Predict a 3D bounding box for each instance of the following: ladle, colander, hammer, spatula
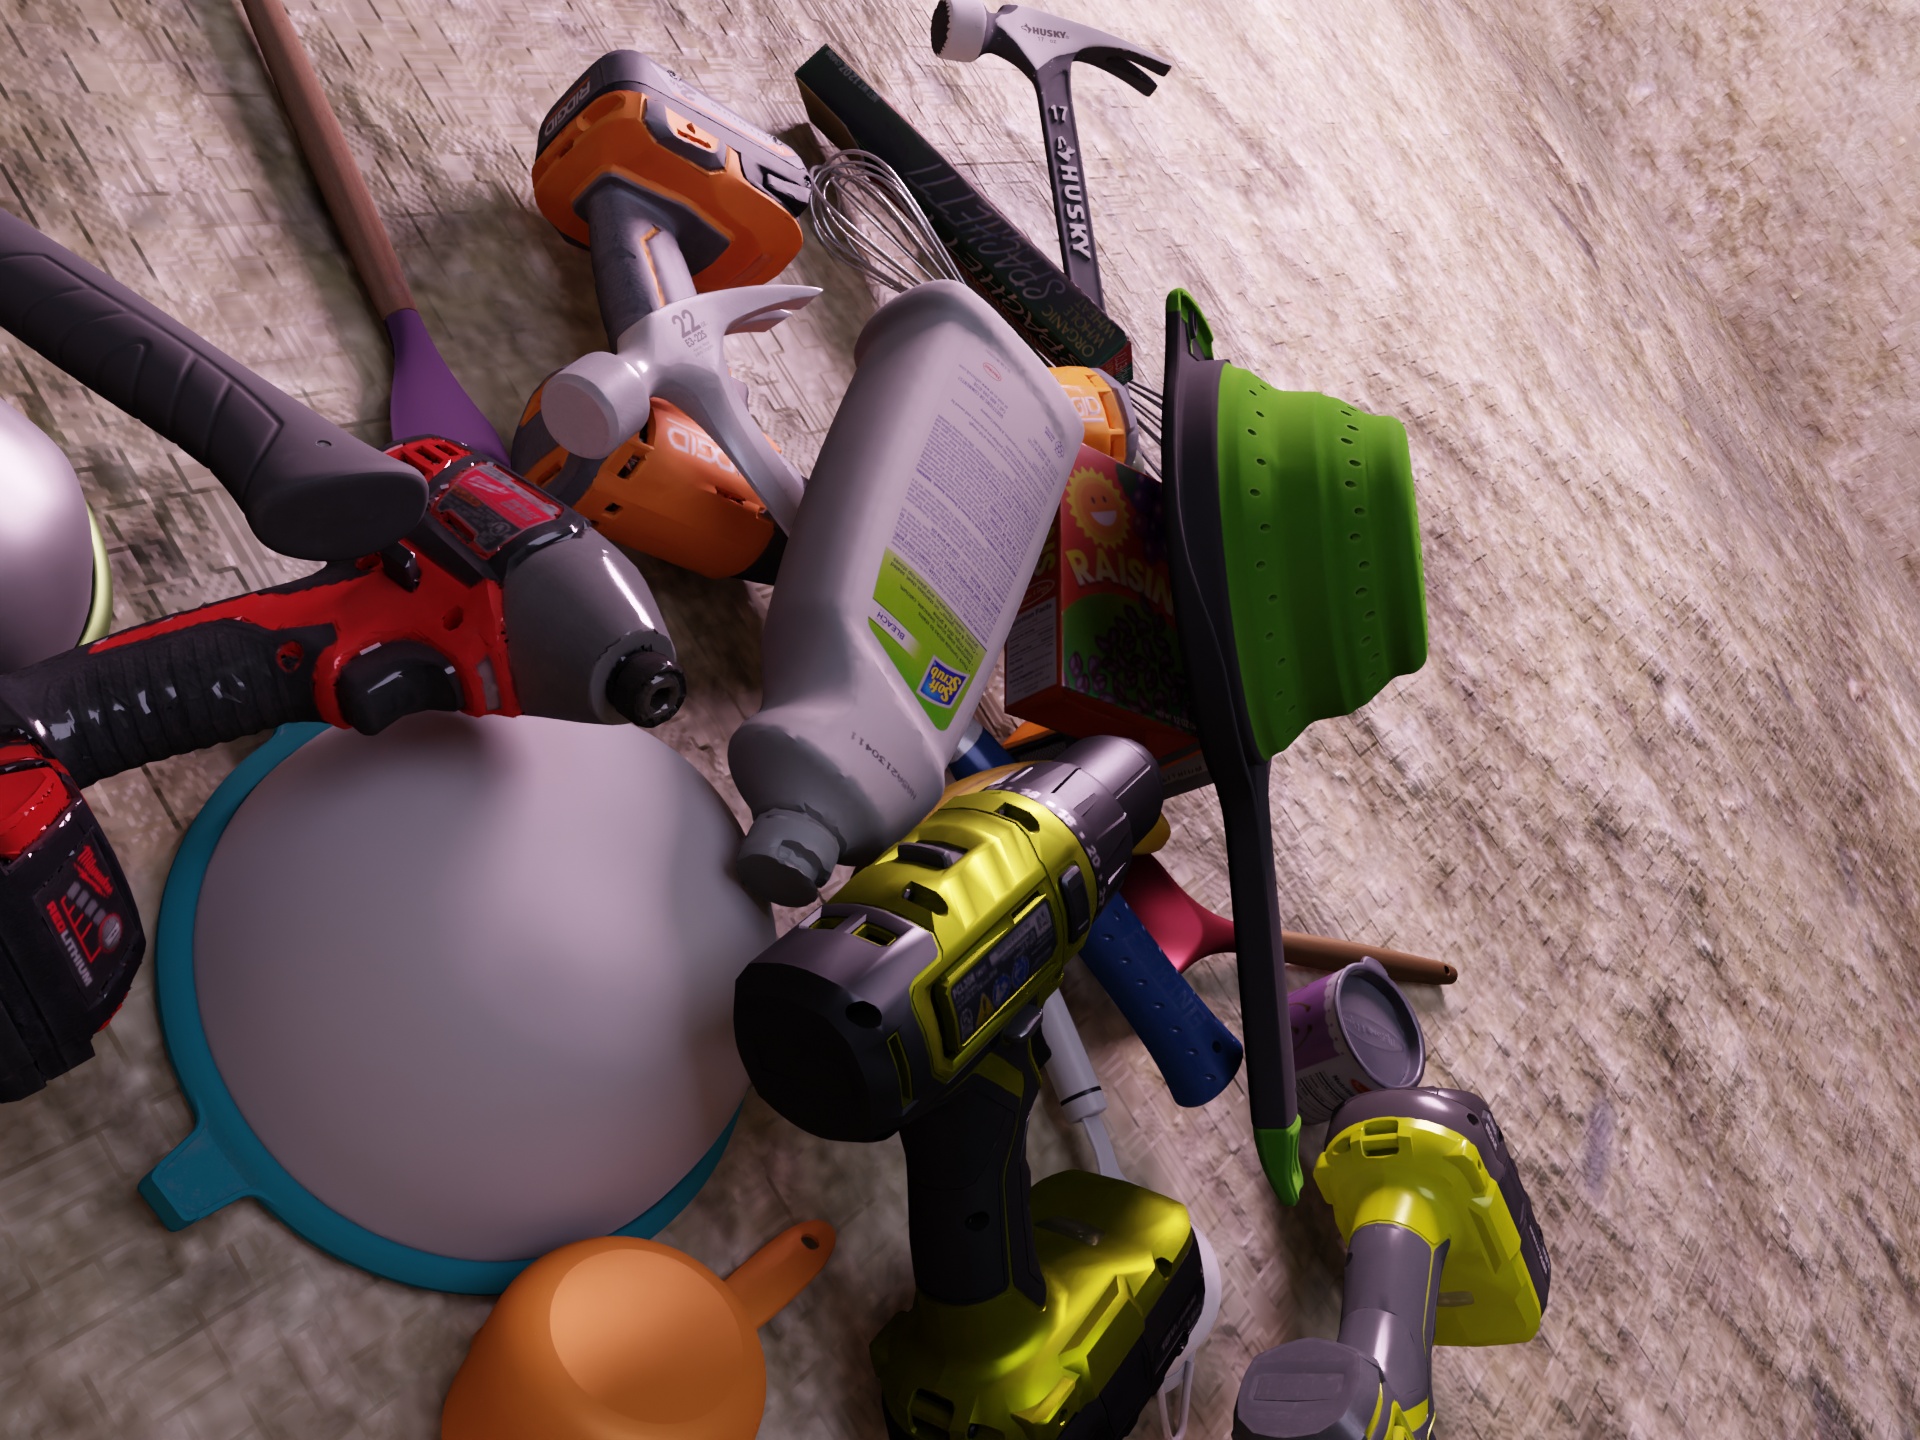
[{"bbox_3d":[0.173,0.118,0.837,0.315,0.031,0.069,16,62,-40],"label":"ladle"},{"bbox_3d":[0.159,0.010,0.691,0.204,0.094,0.397,-5,90,-73],"label":"colander"},{"bbox_3d":[0.078,-0.234,0.923,0.149,0.036,0.409,-2,74,-22],"label":"hammer"},{"bbox_3d":[-0.001,-0.002,0.667,0.405,0.035,0.144,54,42,-15],"label":"hammer"},{"bbox_3d":[-0.292,-0.146,0.462,0.335,0.035,0.146,33,38,9],"label":"hammer"},{"bbox_3d":[-0.239,-0.185,0.647,0.059,0.018,0.316,-9,71,-57],"label":"spatula"}]

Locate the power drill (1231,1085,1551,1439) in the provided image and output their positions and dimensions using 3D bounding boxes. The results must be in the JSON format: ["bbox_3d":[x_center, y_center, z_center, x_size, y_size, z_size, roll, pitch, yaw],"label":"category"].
[{"bbox_3d":[0.191,0.280,0.676,0.171,0.080,0.223,64,33,-17],"label":"power drill"}]

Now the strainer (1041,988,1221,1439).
[{"bbox_3d":[0.057,0.171,0.677,0.086,0.050,0.259,5,57,-53],"label":"strainer"}]

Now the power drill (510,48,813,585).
[{"bbox_3d":[-0.115,-0.167,0.710,0.164,0.084,0.227,20,54,-42],"label":"power drill"}]

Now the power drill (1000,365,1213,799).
[{"bbox_3d":[0.037,-0.062,0.757,0.185,0.084,0.226,-12,84,-49],"label":"power drill"}]

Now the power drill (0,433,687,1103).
[{"bbox_3d":[-0.190,-0.002,0.442,0.143,0.078,0.219,32,49,31],"label":"power drill"}]

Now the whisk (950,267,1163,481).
[{"bbox_3d":[0.071,-0.211,0.955,0.239,0.055,0.055,42,41,-8],"label":"whisk"}]

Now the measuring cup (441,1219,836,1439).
[{"bbox_3d":[-0.081,0.187,0.502,0.095,0.052,0.173,37,27,17],"label":"measuring cup"}]

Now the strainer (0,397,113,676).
[{"bbox_3d":[-0.346,-0.051,0.408,0.256,0.069,0.151,-17,77,-51],"label":"strainer"}]

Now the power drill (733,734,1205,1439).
[{"bbox_3d":[0.023,0.130,0.546,0.190,0.080,0.228,-36,124,-45],"label":"power drill"}]

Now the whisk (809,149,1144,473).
[{"bbox_3d":[0.009,-0.216,0.863,0.246,0.057,0.059,45,32,1],"label":"whisk"}]

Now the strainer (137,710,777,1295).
[{"bbox_3d":[-0.085,0.086,0.550,0.340,0.095,0.211,20,51,-33],"label":"strainer"}]
